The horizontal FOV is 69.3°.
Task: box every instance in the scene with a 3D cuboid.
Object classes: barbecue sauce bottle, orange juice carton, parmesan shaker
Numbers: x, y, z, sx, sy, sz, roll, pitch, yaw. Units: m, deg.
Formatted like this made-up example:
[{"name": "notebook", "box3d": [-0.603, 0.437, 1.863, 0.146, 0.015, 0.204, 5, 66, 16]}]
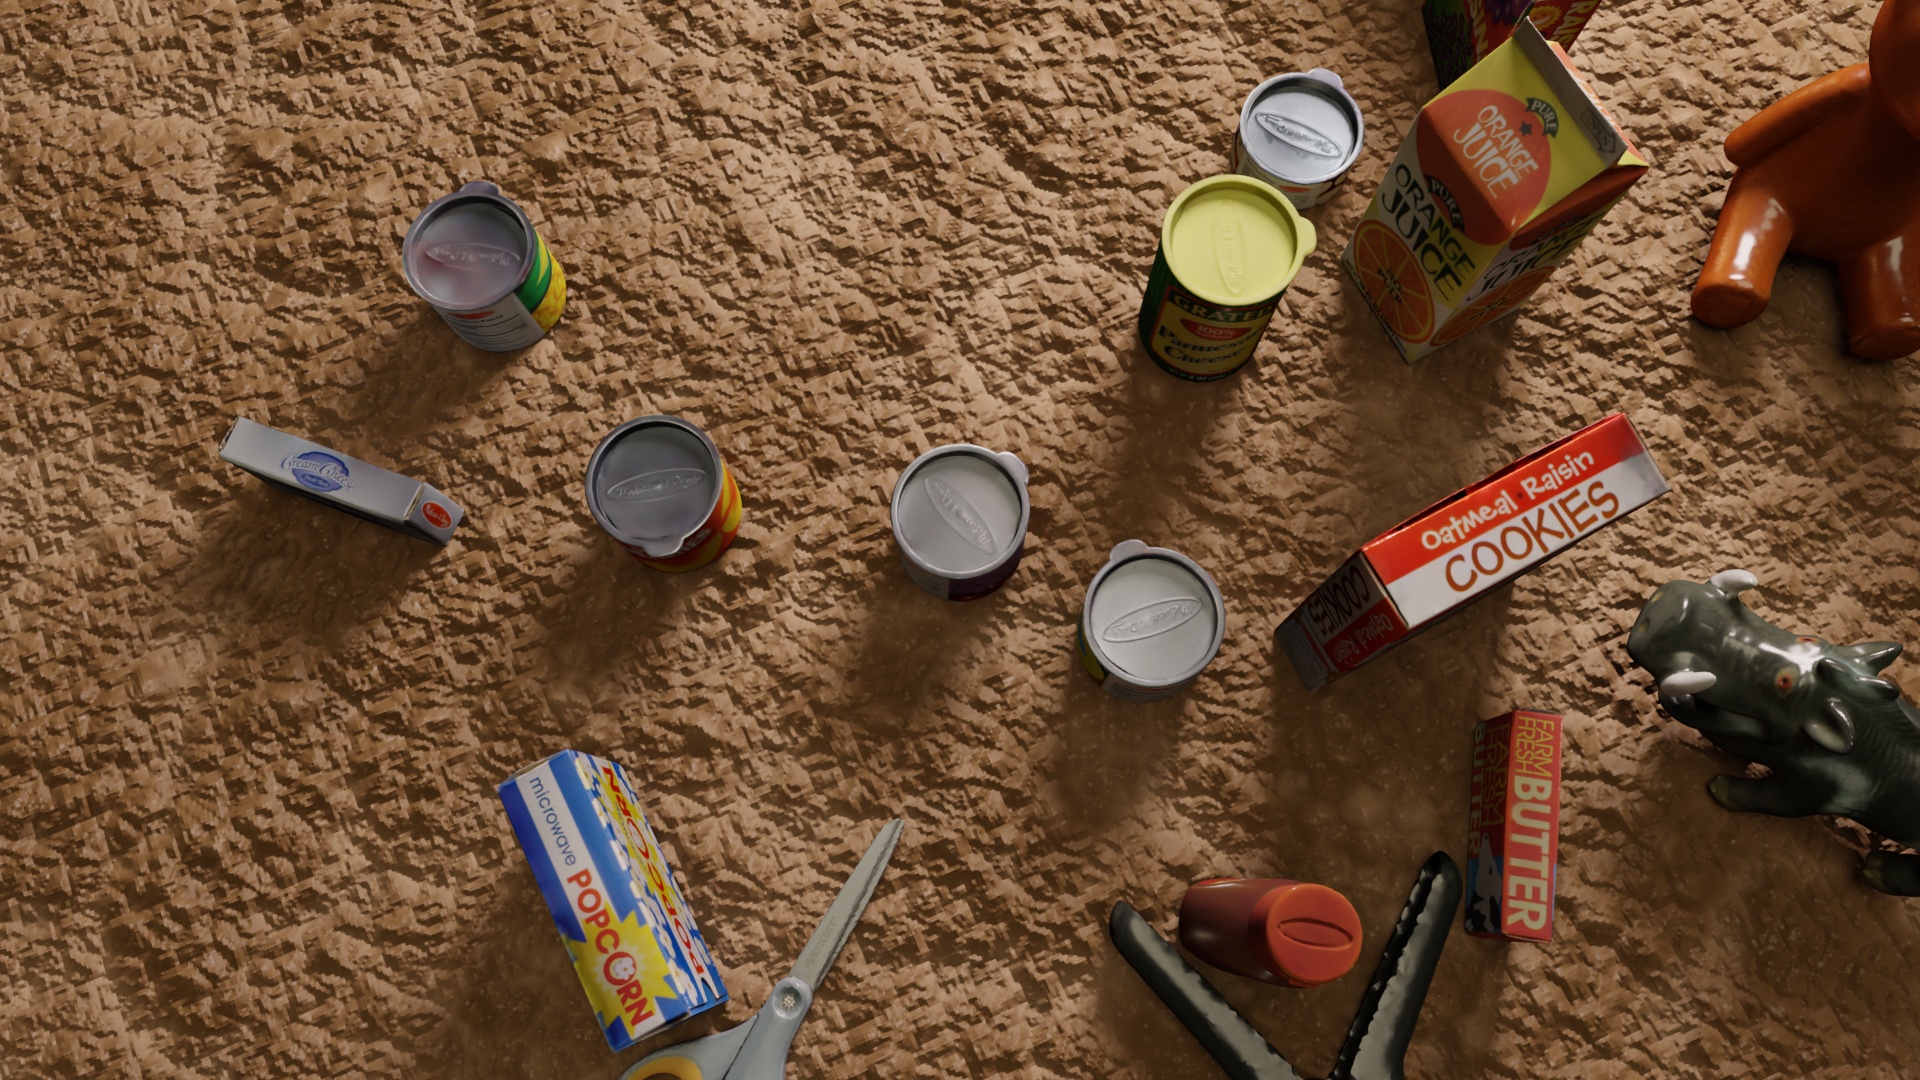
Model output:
[{"name": "barbecue sauce bottle", "box3d": [0.132, 0.165, 0.586, 0.065, 0.148, 0.044, 10, 76, 4]}, {"name": "orange juice carton", "box3d": [0.248, -0.161, 0.649, 0.073, 0.192, 0.072, -27, 77, -6]}, {"name": "parmesan shaker", "box3d": [0.129, -0.126, 0.687, 0.071, 0.103, 0.071, 0, 75, 1]}]

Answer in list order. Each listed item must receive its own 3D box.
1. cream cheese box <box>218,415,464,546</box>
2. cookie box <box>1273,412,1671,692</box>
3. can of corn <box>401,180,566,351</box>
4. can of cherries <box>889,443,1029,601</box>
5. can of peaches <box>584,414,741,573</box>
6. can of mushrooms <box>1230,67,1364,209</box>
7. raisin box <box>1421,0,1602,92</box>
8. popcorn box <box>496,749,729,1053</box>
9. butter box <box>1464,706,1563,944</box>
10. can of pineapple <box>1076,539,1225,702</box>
[{"name": "cream cheese box", "box3d": [-0.307, -0.028, 0.693, 0.104, 0.053, 0.024, 19, 77, 6]}, {"name": "cookie box", "box3d": [0.216, 0.011, 0.616, 0.123, 0.167, 0.040, -27, 77, -6]}, {"name": "can of corn", "box3d": [-0.244, -0.140, 0.719, 0.071, 0.058, 0.071, 0, 75, 1]}, {"name": "can of cherries", "box3d": [0.002, -0.009, 0.681, 0.071, 0.058, 0.071, 0, 75, 1]}, {"name": "can of peaches", "box3d": [-0.145, -0.019, 0.686, 0.071, 0.058, 0.071, 0, 75, 1]}, {"name": "can of mushrooms", "box3d": [0.182, -0.216, 0.747, 0.071, 0.033, 0.071, 0, 75, 1]}, {"name": "raisin box", "box3d": [0.281, -0.279, 0.716, 0.040, 0.123, 0.086, -6, 75, -1]}, {"name": "popcorn box", "box3d": [-0.154, 0.160, 0.624, 0.038, 0.085, 0.127, -28, 77, -6]}, {"name": "butter box", "box3d": [0.255, 0.132, 0.642, 0.024, 0.053, 0.104, 8, 75, 3]}, {"name": "can of pineapple", "box3d": [0.090, 0.040, 0.667, 0.071, 0.057, 0.071, 0, 75, 1]}]
